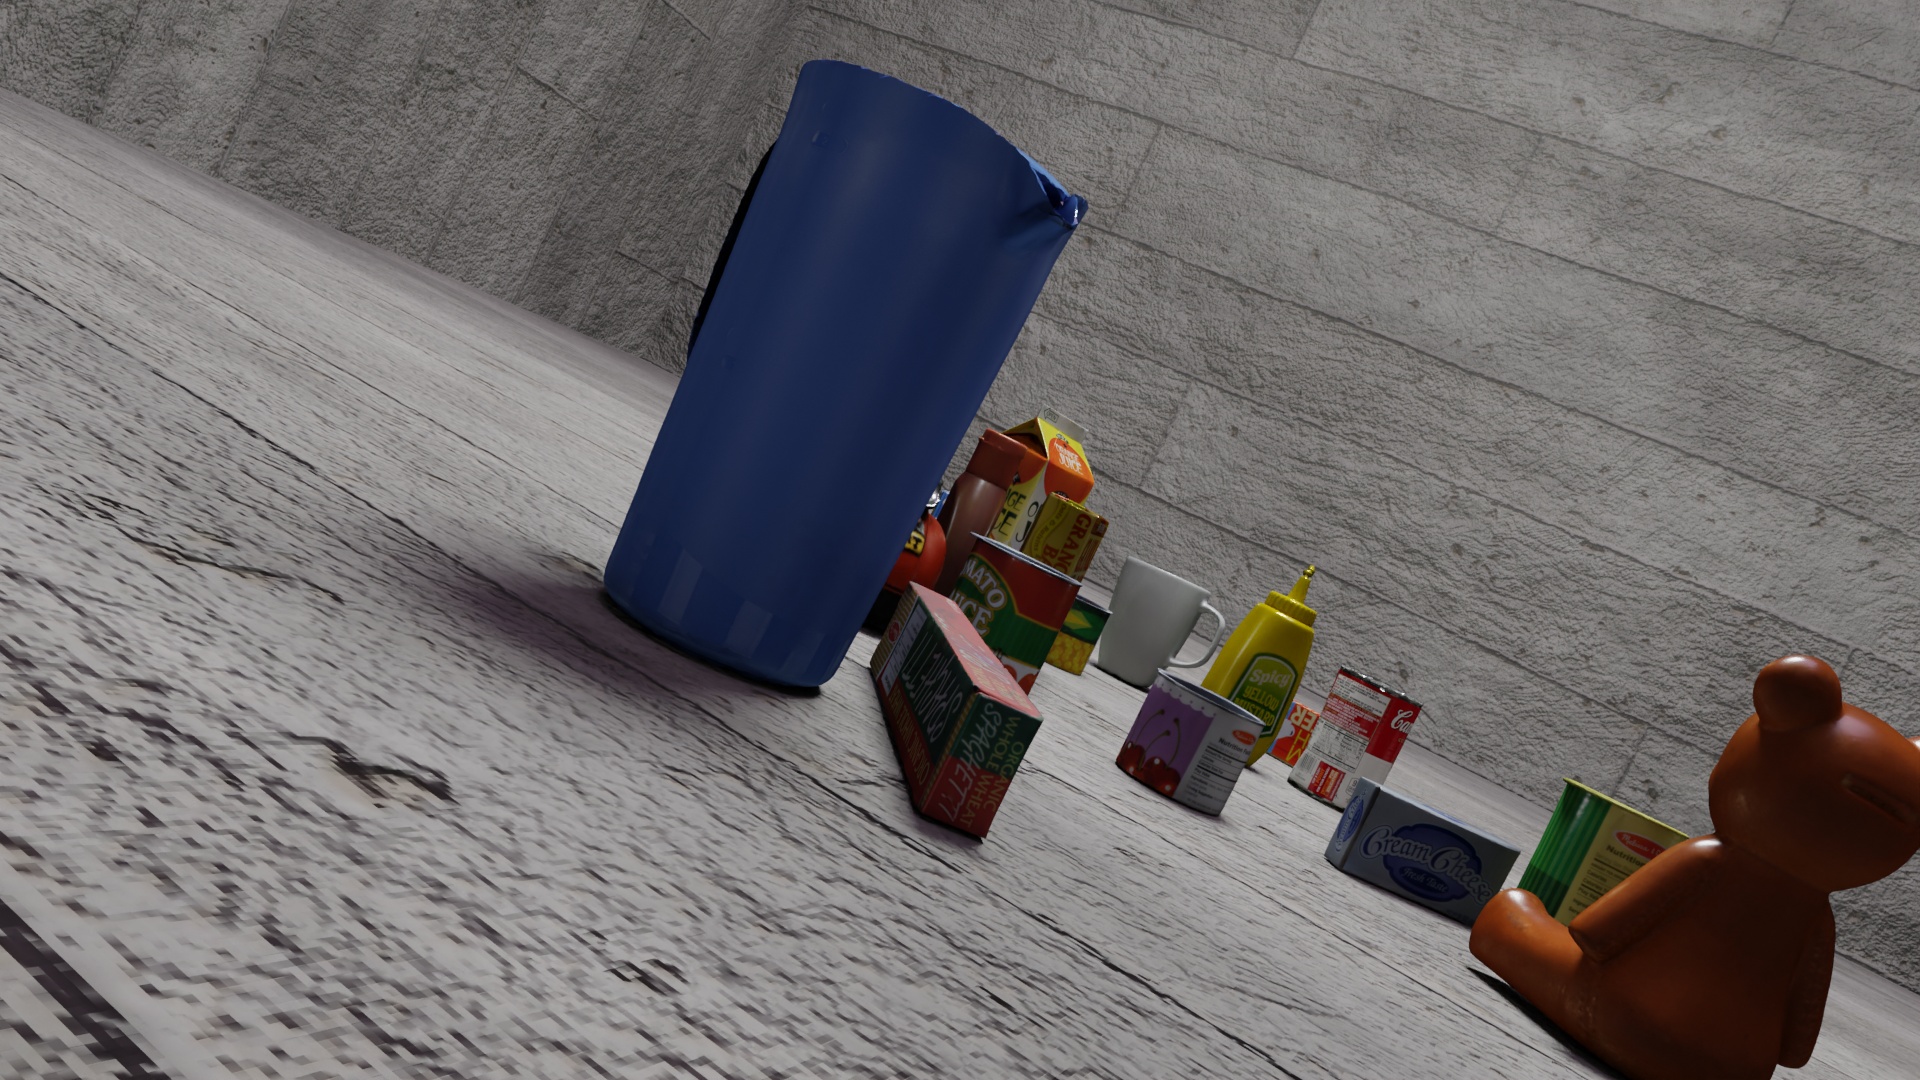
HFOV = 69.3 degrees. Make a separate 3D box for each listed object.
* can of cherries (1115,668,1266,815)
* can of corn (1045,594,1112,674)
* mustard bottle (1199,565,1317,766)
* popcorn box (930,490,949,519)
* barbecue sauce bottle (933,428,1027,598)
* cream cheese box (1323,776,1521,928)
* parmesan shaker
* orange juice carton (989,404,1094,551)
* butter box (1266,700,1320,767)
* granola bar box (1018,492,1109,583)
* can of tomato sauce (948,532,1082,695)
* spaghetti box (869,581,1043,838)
[{"bbox_3d":[0.127,0.112,0.781,0.071,0.058,0.071,26,3,-1],"label":"can of cherries"},{"bbox_3d":[0.080,0.070,1.140,0.071,0.058,0.071,26,3,-1],"label":"can of corn"},{"bbox_3d":[0.231,0.090,1.056,0.065,0.160,0.049,25,2,-15],"label":"mustard bottle"},{"bbox_3d":[0.021,0.016,1.333,0.127,0.085,0.038,25,2,-9],"label":"popcorn box"},{"bbox_3d":[0.004,-0.014,1.080,0.043,0.148,0.065,25,2,-11],"label":"barbecue sauce bottle"},{"bbox_3d":[0.266,0.181,0.801,0.104,0.053,0.024,25,2,-13],"label":"cream cheese box"},{"bbox_3d":[0.343,0.192,0.768,0.071,0.103,0.071,26,2,-1],"label":"parmesan shaker"},{"bbox_3d":[0.053,-0.024,1.237,0.072,0.192,0.073,23,3,-45],"label":"orange juice carton"},{"bbox_3d":[0.300,0.174,1.214,0.103,0.053,0.024,28,3,37],"label":"butter box"},{"bbox_3d":[0.058,0.032,0.966,0.039,0.124,0.165,26,3,8],"label":"granola bar box"},{"bbox_3d":[0.020,0.047,0.789,0.071,0.083,0.071,26,3,-1],"label":"can of tomato sauce"},{"bbox_3d":[-0.009,0.062,0.595,0.029,0.050,0.250,25,3,-10],"label":"spaghetti box"}]
